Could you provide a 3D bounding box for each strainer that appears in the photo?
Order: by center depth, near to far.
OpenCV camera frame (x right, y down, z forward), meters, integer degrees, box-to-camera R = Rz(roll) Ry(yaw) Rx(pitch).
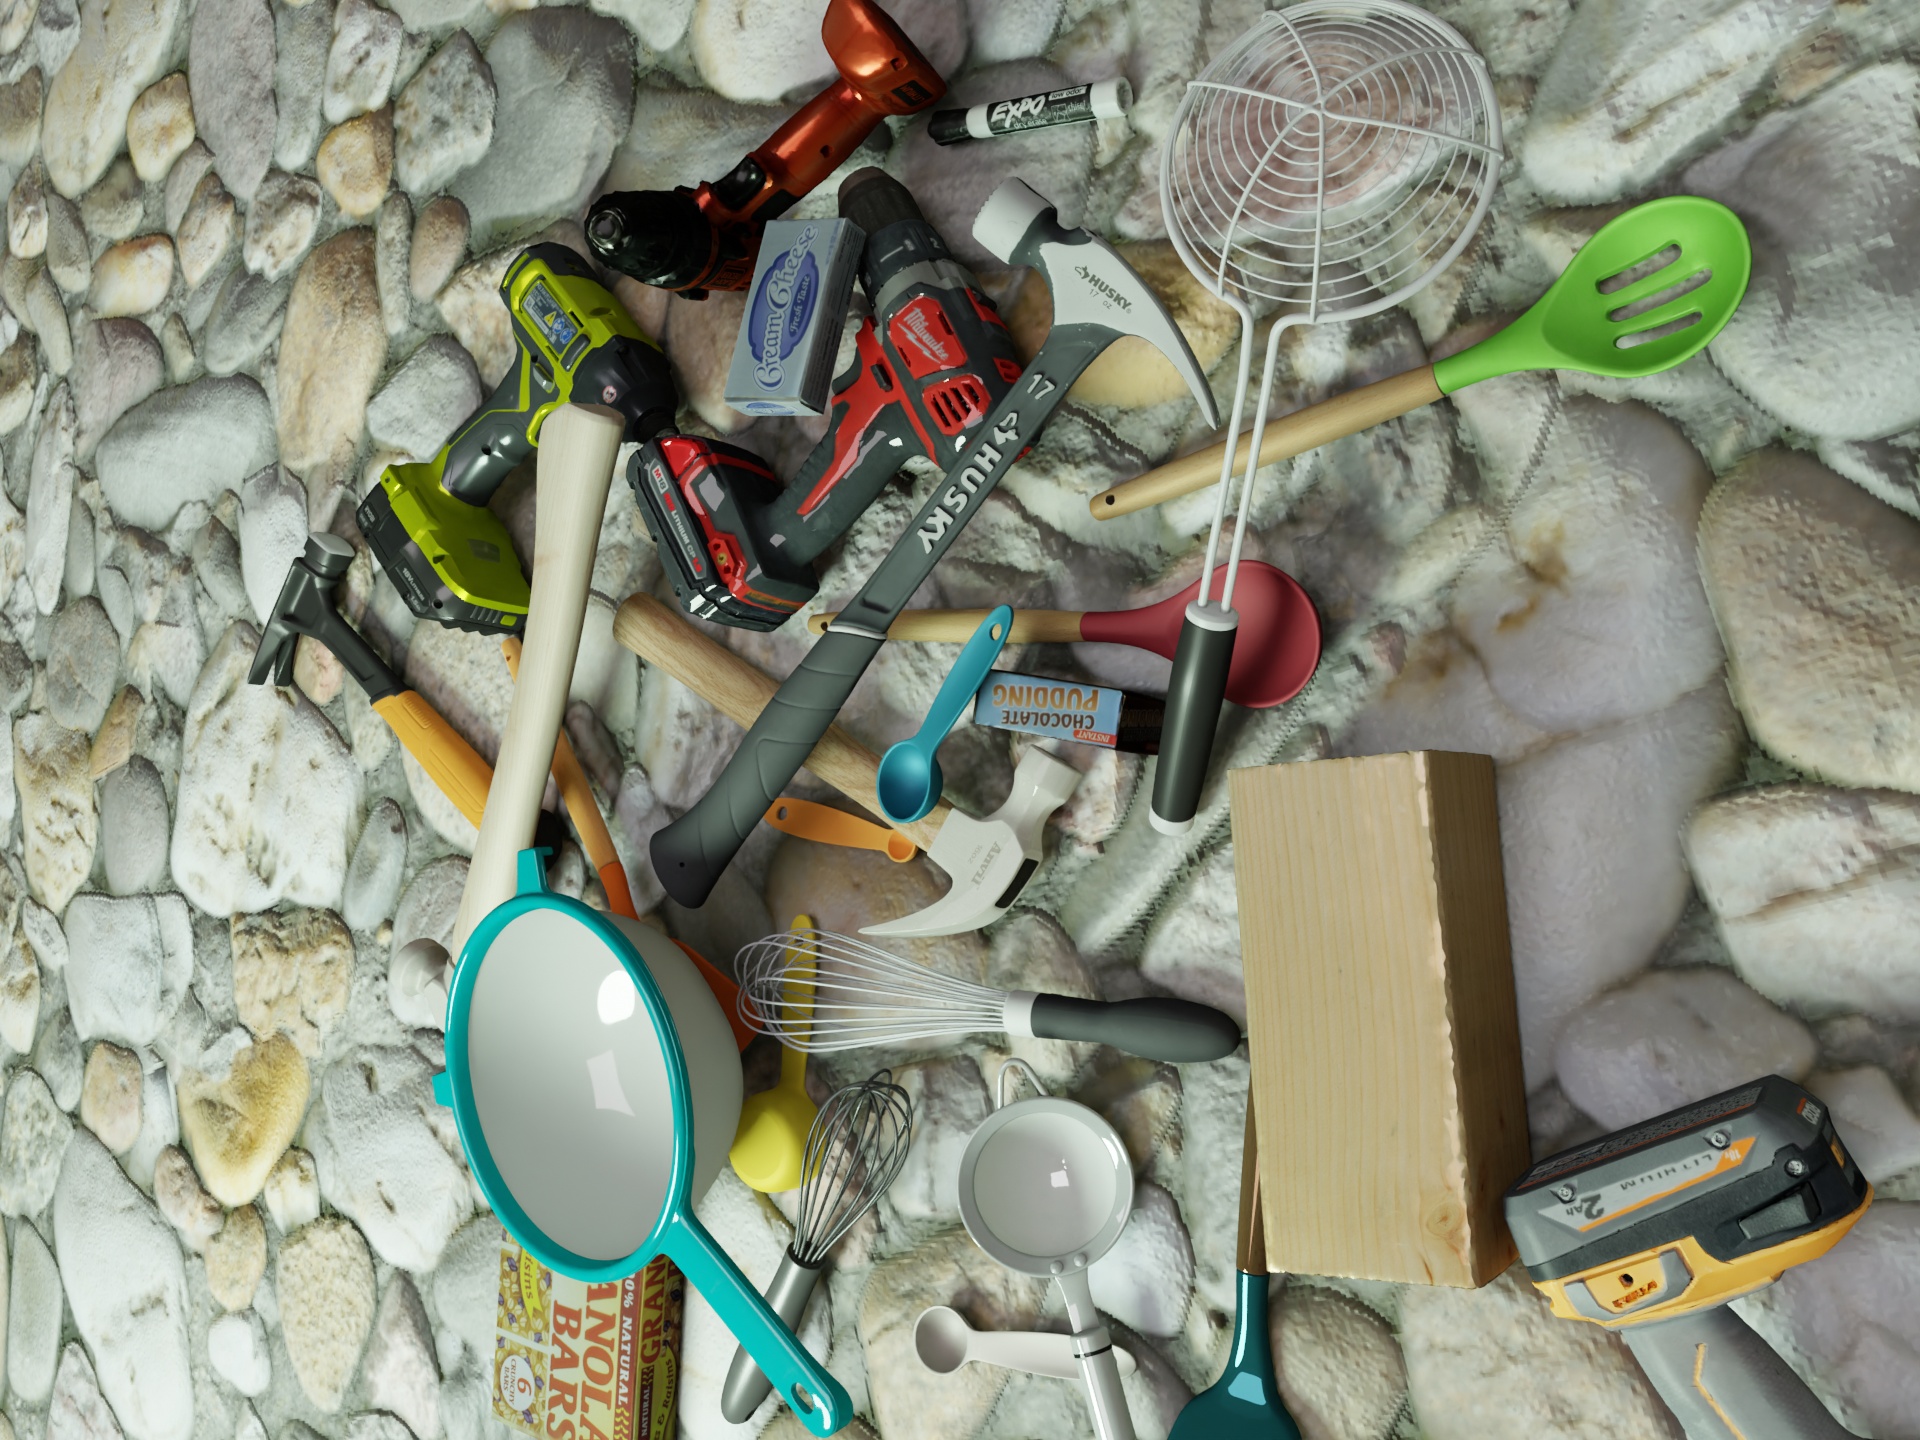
[{"bbox_3d":[0.059,0.290,0.763,0.087,0.050,0.258,-15,77,1],"label":"strainer"},{"bbox_3d":[-0.147,0.231,0.857,0.341,0.095,0.211,41,118,28],"label":"strainer"}]

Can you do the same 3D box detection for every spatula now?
[{"bbox_3d":[0.133,0.226,0.720,0.082,0.044,0.317,4,88,30],"label":"spatula"},{"bbox_3d":[-0.219,0.073,0.986,0.081,0.041,0.323,-45,60,26],"label":"spatula"}]

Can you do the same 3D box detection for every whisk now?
[{"bbox_3d":[0.004,0.144,0.805,0.285,0.070,0.070,1,87,28],"label":"whisk"},{"bbox_3d":[-0.084,0.290,0.866,0.055,0.055,0.239,34,110,31],"label":"whisk"}]

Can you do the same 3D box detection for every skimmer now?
[{"bbox_3d":[0.129,-0.109,0.680,0.127,0.090,0.363,20,130,19],"label":"skimmer"}]

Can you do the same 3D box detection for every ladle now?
[{"bbox_3d":[0.042,-0.047,0.812,0.315,0.031,0.069,4,100,37],"label":"ladle"}]

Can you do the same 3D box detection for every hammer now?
[{"bbox_3d":[-0.036,-0.057,0.803,0.149,0.036,0.409,39,110,2],"label":"hammer"},{"bbox_3d":[-0.088,0.010,0.887,0.332,0.031,0.130,31,94,34],"label":"hammer"},{"bbox_3d":[-0.250,0.017,0.946,0.146,0.038,0.410,27,111,28],"label":"hammer"},{"bbox_3d":[-0.382,0.004,1.093,0.337,0.034,0.127,39,107,30],"label":"hammer"}]

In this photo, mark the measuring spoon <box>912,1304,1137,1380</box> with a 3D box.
[{"bbox_3d":[0.033,0.317,0.803,0.124,0.018,0.034,-4,77,27],"label":"measuring spoon"}]

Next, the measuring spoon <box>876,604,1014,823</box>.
[{"bbox_3d":[-0.001,-0.003,0.790,0.042,0.021,0.128,51,119,39],"label":"measuring spoon"}]

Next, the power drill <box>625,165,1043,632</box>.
[{"bbox_3d":[-0.077,-0.174,0.874,0.226,0.080,0.188,-35,68,25],"label":"power drill"}]

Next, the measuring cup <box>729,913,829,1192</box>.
[{"bbox_3d":[-0.101,0.187,0.890,0.062,0.029,0.156,6,92,34],"label":"measuring cup"}]

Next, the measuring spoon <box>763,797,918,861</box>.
[{"bbox_3d":[-0.067,0.060,0.891,0.117,0.011,0.021,11,83,38],"label":"measuring spoon"}]

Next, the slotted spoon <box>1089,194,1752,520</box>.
[{"bbox_3d":[0.191,-0.147,0.717,0.314,0.031,0.070,-18,77,34],"label":"slotted spoon"}]

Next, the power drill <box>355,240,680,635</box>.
[{"bbox_3d":[-0.276,-0.167,1.009,0.223,0.080,0.171,-48,63,19],"label":"power drill"}]

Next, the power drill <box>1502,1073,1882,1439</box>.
[{"bbox_3d":[0.324,0.247,0.569,0.185,0.084,0.226,-32,74,28],"label":"power drill"}]
